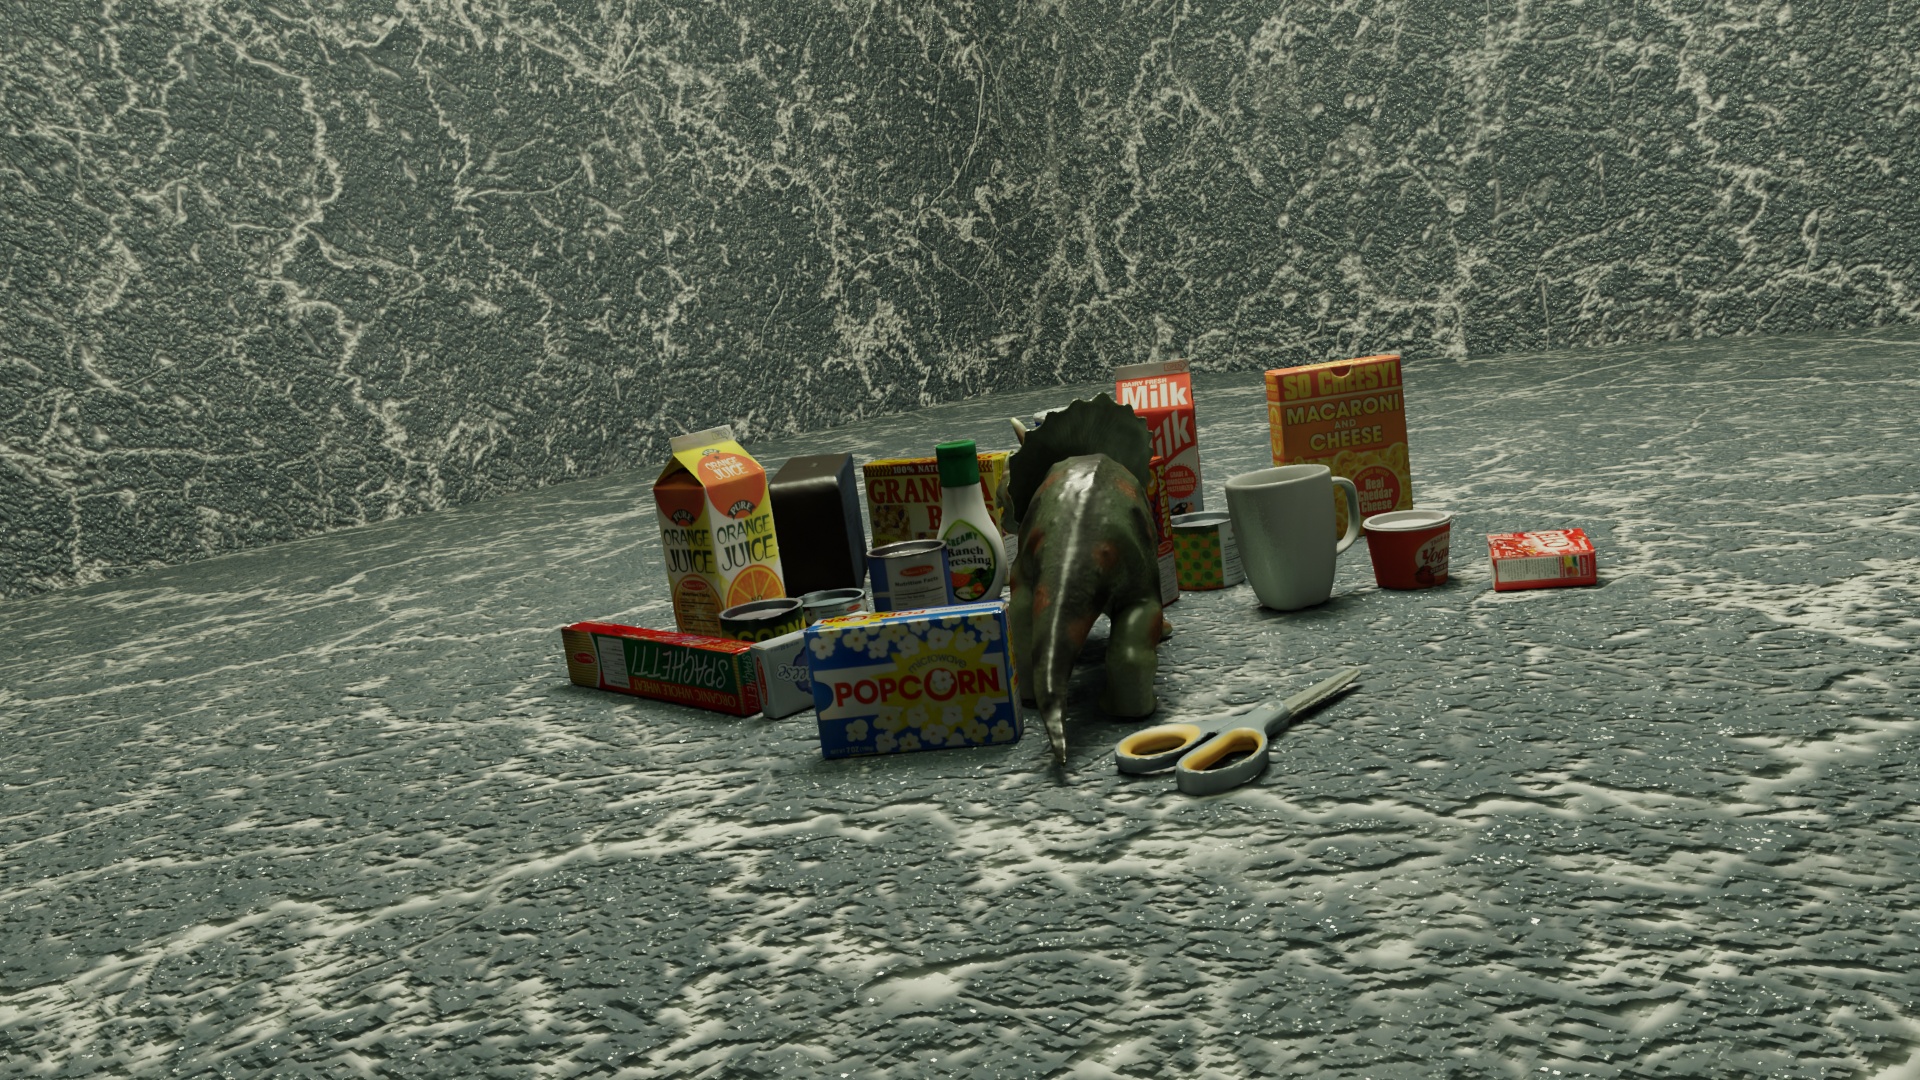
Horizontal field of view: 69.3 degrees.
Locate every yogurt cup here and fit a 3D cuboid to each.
[{"bbox_3d":[0.361,0.008,1.117,0.072,0.054,0.072,-8,10,1],"label":"yogurt cup"}]

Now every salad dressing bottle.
[{"bbox_3d":[0.004,-0.016,1.259,0.064,0.147,0.044,-6,9,14],"label":"salad dressing bottle"}]

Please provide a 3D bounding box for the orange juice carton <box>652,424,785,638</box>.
[{"bbox_3d":[-0.211,-0.001,1.213,0.073,0.192,0.072,0,12,40],"label":"orange juice carton"}]

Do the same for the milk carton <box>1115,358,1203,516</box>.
[{"bbox_3d":[0.192,-0.075,1.326,0.072,0.190,0.073,-6,9,11],"label":"milk carton"}]

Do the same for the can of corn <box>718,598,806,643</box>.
[{"bbox_3d":[-0.151,0.081,1.087,0.071,0.058,0.071,-8,10,1],"label":"can of corn"}]

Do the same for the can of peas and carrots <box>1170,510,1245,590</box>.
[{"bbox_3d":[0.212,0.008,1.217,0.071,0.058,0.071,-8,10,1],"label":"can of peas and carrots"}]

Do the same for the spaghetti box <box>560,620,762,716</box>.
[{"bbox_3d":[-0.235,0.097,1.085,0.250,0.050,0.029,2,14,45],"label":"spaghetti box"}]

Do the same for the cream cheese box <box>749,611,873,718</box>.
[{"bbox_3d":[-0.102,0.090,1.013,0.104,0.053,0.024,-16,12,-40],"label":"cream cheese box"}]

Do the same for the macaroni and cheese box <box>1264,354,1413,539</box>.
[{"bbox_3d":[0.363,-0.087,1.327,0.124,0.166,0.040,-9,9,-5],"label":"macaroni and cheese box"}]

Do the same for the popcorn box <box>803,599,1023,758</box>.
[{"bbox_3d":[-0.028,0.087,0.877,0.127,0.085,0.038,-6,9,8],"label":"popcorn box"}]

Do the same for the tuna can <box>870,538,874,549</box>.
[{"bbox_3d":[-0.061,0.010,1.497,0.071,0.032,0.071,-8,10,1],"label":"tuna can"}]

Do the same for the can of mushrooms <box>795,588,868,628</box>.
[{"bbox_3d":[-0.115,0.065,1.225,0.071,0.033,0.071,-8,10,1],"label":"can of mushrooms"}]

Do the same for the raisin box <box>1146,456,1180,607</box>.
[{"bbox_3d":[0.133,-0.006,1.174,0.086,0.123,0.040,-1,12,37],"label":"raisin box"}]

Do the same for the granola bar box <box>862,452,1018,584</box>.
[{"bbox_3d":[-0.016,-0.021,1.374,0.165,0.124,0.039,0,12,38],"label":"granola bar box"}]

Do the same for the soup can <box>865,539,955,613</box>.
[{"bbox_3d":[-0.038,0.046,1.128,0.071,0.083,0.071,-8,9,1],"label":"soup can"}]
